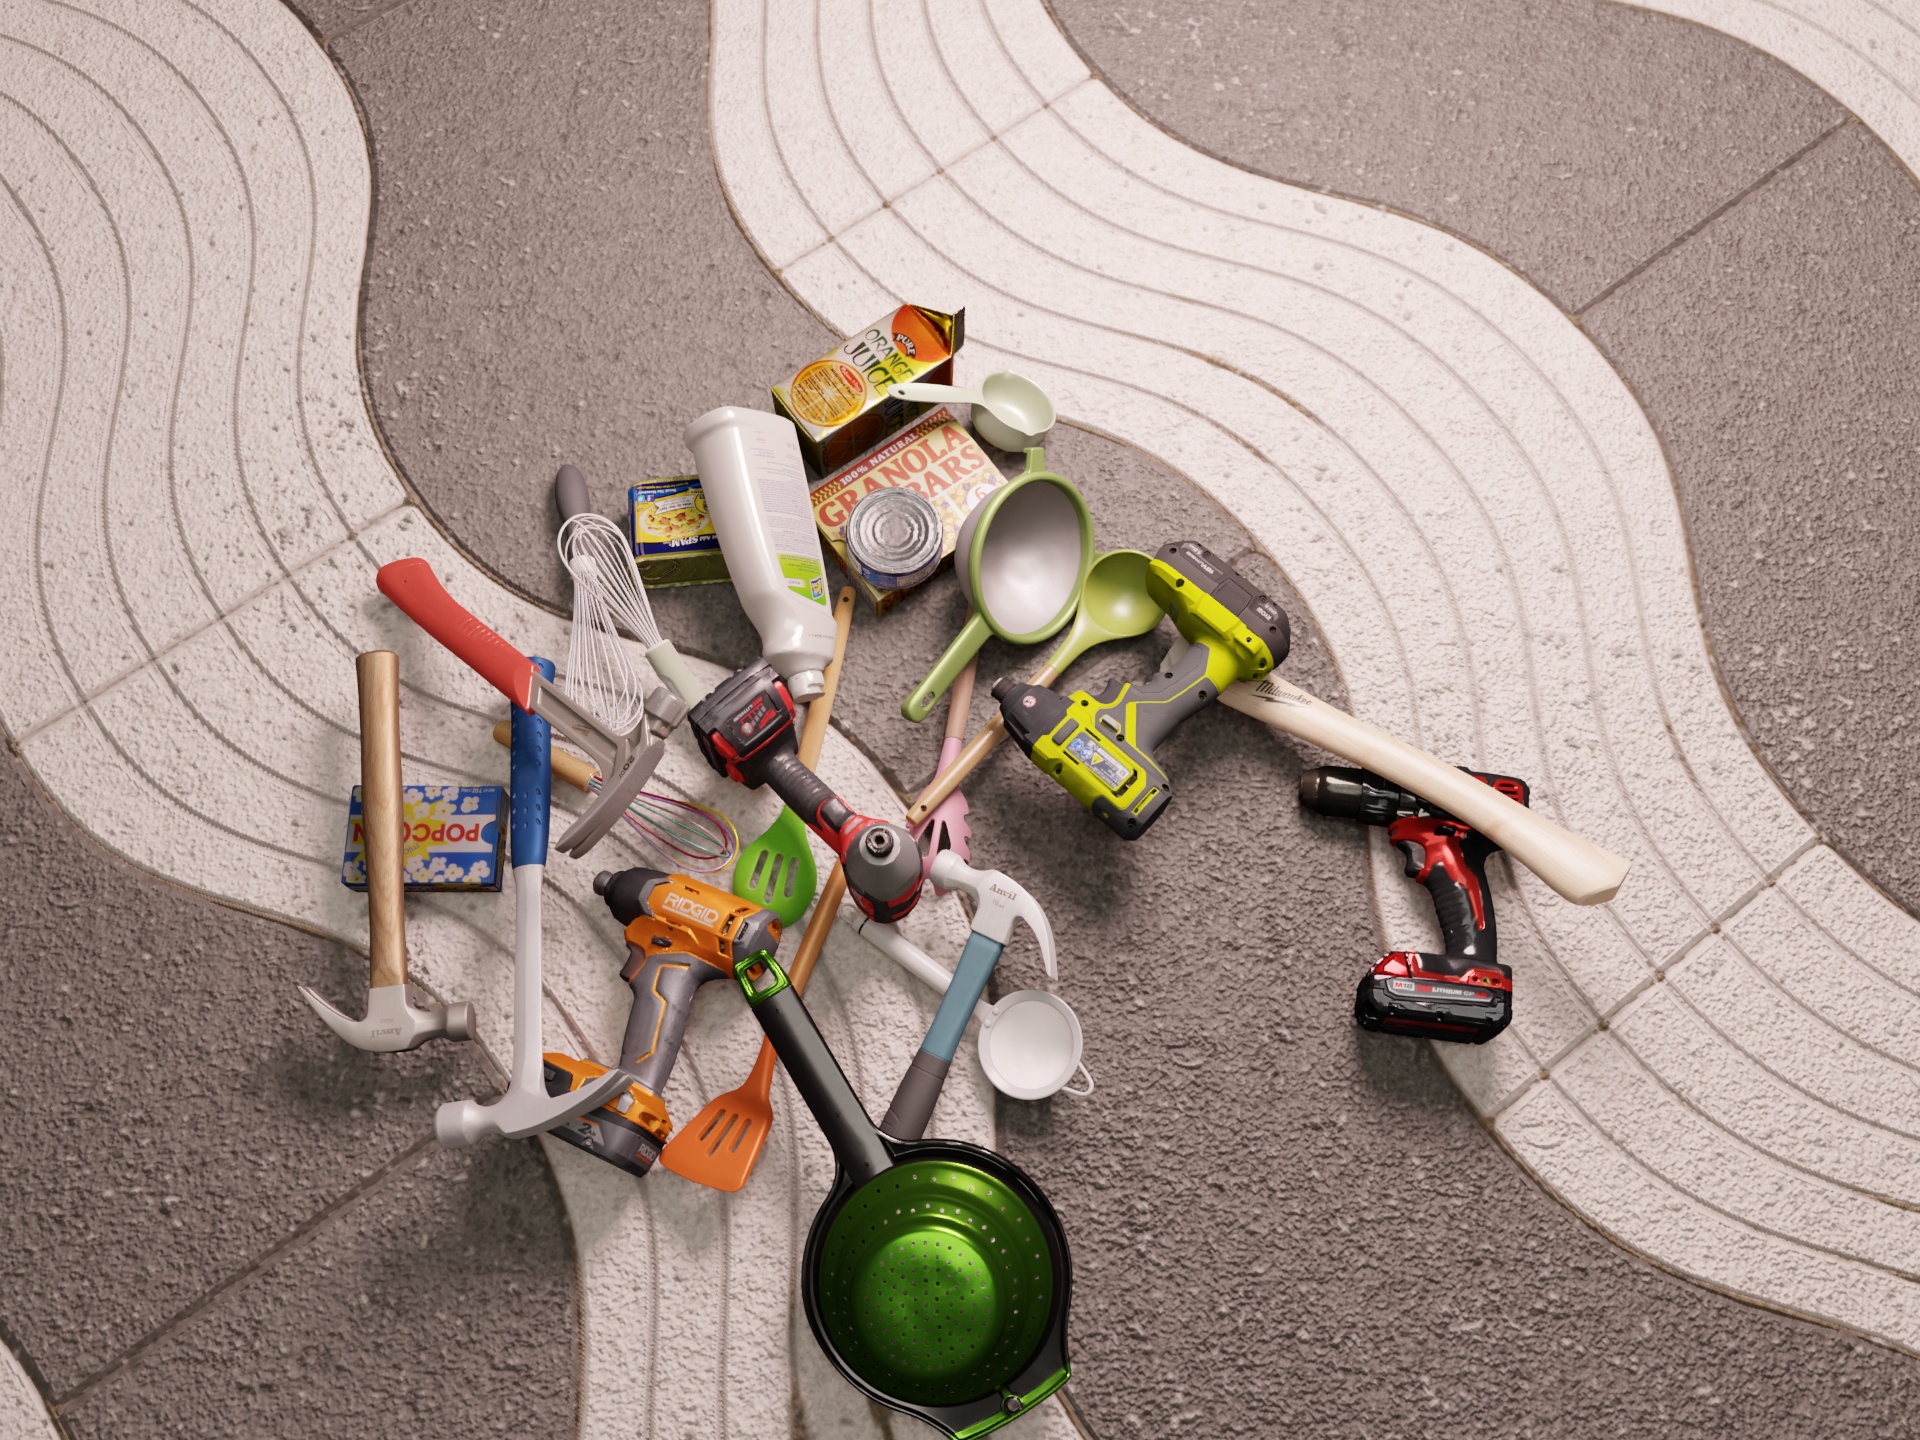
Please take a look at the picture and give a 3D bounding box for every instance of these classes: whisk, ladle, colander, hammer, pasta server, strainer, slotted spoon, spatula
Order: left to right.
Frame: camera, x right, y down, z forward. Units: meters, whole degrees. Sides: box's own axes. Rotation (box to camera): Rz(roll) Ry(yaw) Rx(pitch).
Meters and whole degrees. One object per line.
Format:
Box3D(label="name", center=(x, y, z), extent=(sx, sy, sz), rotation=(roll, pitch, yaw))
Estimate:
Box3D(label="hammer", center=(-0.470, 0.103, 1.289), extent=(0.130, 0.031, 0.331), rotation=(-8, 74, -3))
Box3D(label="hammer", center=(-0.380, -0.034, 1.314), extent=(0.359, 0.036, 0.149), rotation=(33, 84, 31))
Box3D(label="hammer", center=(-0.337, 0.127, 1.263), extent=(0.144, 0.035, 0.406), rotation=(-11, 60, 5))
Box3D(label="whisk", center=(-0.327, -0.104, 1.395), extent=(0.070, 0.070, 0.285), rotation=(-12, 67, -5))
Box3D(label="whisk", center=(-0.291, 0.059, 1.344), extent=(0.245, 0.051, 0.047), rotation=(27, 107, 13))
Box3D(label="whisk", center=(-0.264, -0.069, 1.357), extent=(0.059, 0.058, 0.246), rotation=(-34, 94, -29))
Box3D(label="spatula", center=(-0.141, 0.220, 1.288), extent=(0.081, 0.041, 0.323), rotation=(13, 70, 27))
Box3D(label="slotted spoon", center=(-0.131, 0.026, 1.366), extent=(0.070, 0.031, 0.314), rotation=(12, 70, 1))
Box3D(label="colander", center=(-0.063, 0.346, 1.170), extent=(0.204, 0.094, 0.397), rotation=(-32, 82, 0))
Box3D(label="hammer", center=(-0.027, 0.275, 1.250), extent=(0.128, 0.033, 0.331), rotation=(22, 82, 19))
Box3D(label="pasta server", center=(-0.002, -0.004, 1.380), extent=(0.060, 0.040, 0.316), rotation=(9, 67, 2))
Box3D(label="strainer", center=(0.004, 0.223, 1.293), extent=(0.258, 0.050, 0.087), rotation=(34, 86, 16))
Box3D(label="strainer", center=(0.014, -0.104, 1.370), extent=(0.069, 0.151, 0.256), rotation=(19, 65, 45))
Box3D(label="ladle", center=(0.065, -0.028, 1.353), extent=(0.078, 0.062, 0.320), rotation=(45, 69, -3))
Box3D(label="hammer", center=(0.356, 0.022, 1.314), extent=(0.411, 0.038, 0.146), rotation=(31, 72, 25))

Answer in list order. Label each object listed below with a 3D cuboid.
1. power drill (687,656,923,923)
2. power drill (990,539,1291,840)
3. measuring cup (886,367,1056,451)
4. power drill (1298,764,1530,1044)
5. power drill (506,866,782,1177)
Box3D(label="power drill", center=(-0.115, 0.060, 1.264), extent=(0.078, 0.143, 0.220), rotation=(-41, 74, -15))
Box3D(label="power drill", center=(0.149, -0.034, 1.312), extent=(0.171, 0.080, 0.223), rotation=(41, 77, 15))
Box3D(label="measuring cup", center=(0.005, -0.280, 1.436), extent=(0.167, 0.038, 0.083), rotation=(0, 57, -26))
Box3D(label="power drill", center=(0.368, 0.139, 1.309), extent=(0.188, 0.080, 0.227), rotation=(6, 67, 9))
Box3D(label="power drill", center=(-0.262, 0.226, 1.265), extent=(0.164, 0.084, 0.226), rotation=(20, 68, 18))
